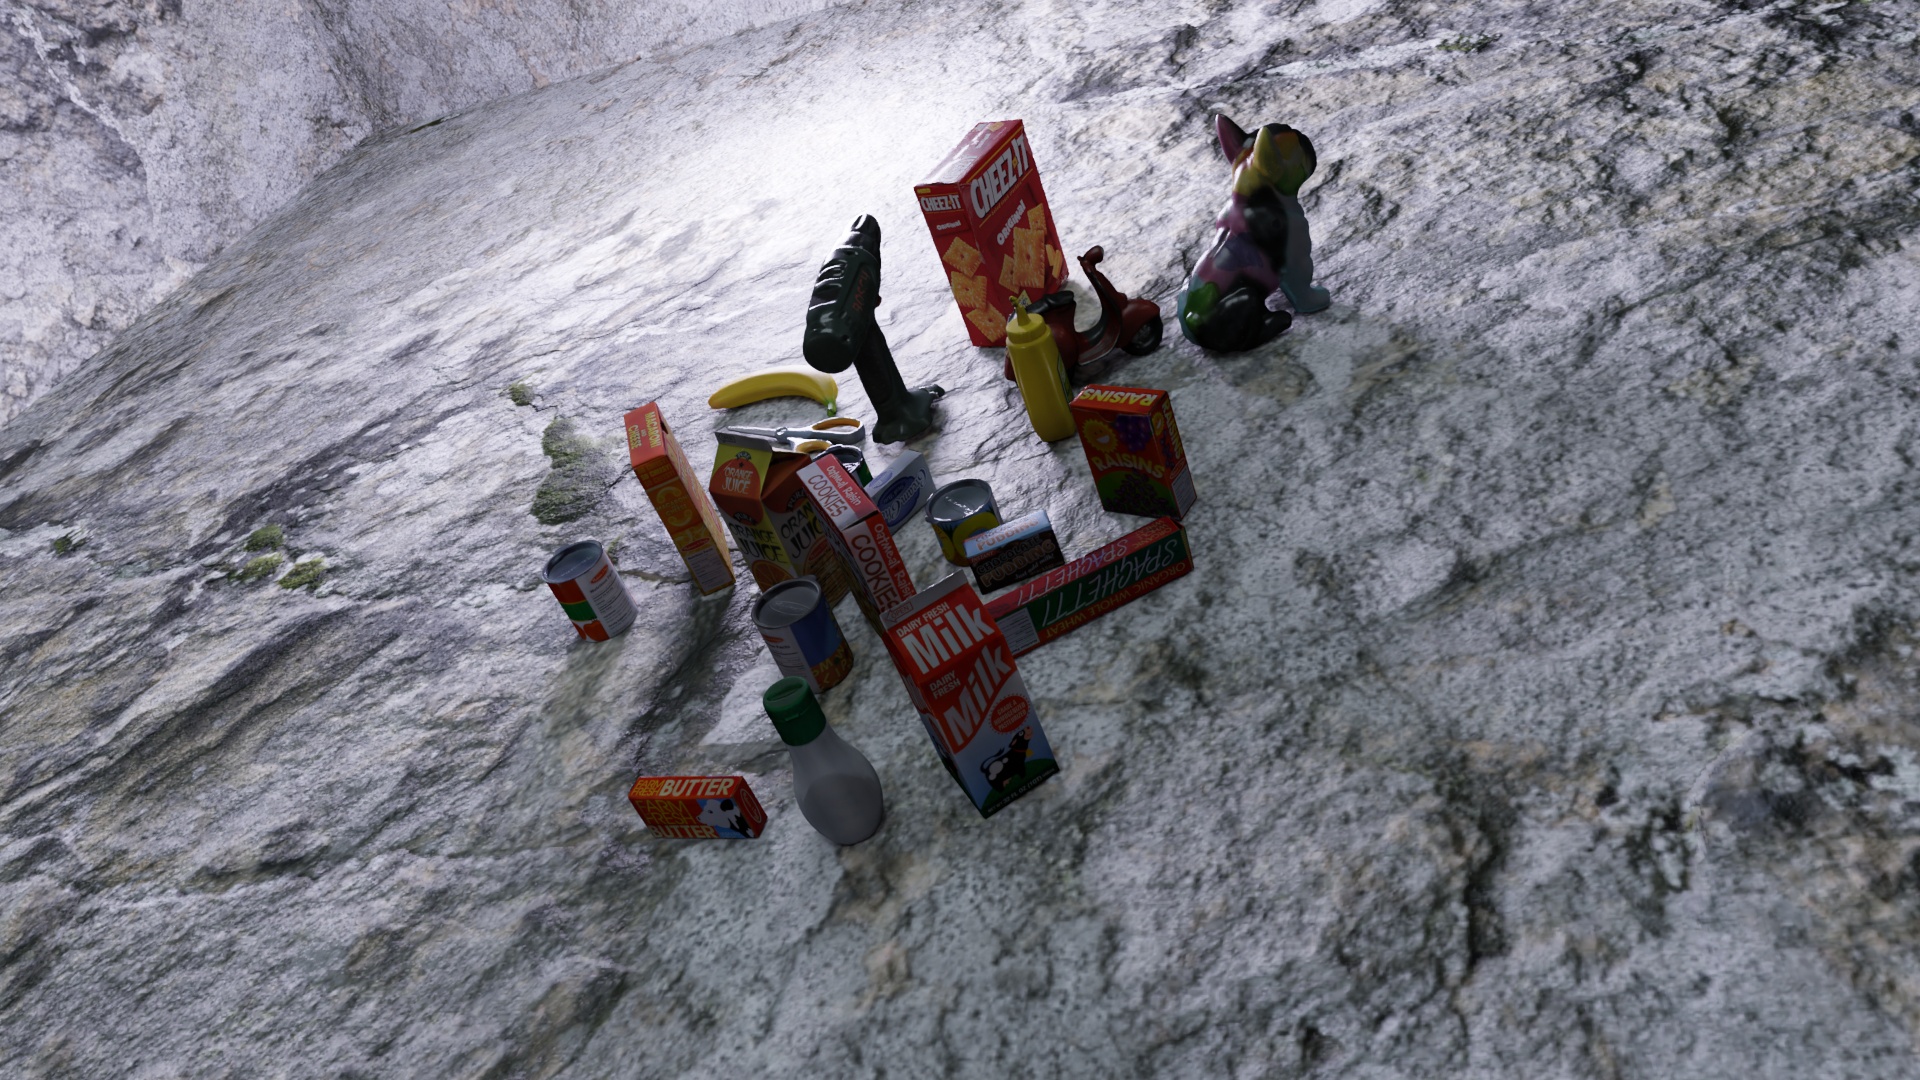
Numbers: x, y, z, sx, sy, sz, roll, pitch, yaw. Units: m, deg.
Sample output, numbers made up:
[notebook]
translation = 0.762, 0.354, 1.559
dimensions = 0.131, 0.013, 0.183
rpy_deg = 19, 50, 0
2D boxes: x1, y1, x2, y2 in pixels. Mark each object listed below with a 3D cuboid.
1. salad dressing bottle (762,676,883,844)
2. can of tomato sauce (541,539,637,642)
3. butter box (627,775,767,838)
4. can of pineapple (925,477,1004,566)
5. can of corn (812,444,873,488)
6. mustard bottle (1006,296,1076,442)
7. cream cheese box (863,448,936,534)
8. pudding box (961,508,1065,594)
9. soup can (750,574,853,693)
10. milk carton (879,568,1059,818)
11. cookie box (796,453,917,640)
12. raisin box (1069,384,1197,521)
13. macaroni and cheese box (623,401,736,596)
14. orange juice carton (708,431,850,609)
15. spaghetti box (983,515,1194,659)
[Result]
[salad dressing bottle]
translation = -0.105, 0.167, 1.050
dimensions = 0.064, 0.147, 0.044
rpy_deg = -22, 34, 0
[can of tomato sauce]
translation = -0.376, 0.051, 1.409
dimensions = 0.071, 0.082, 0.071
rpy_deg = -14, 35, 11
[butter box]
translation = -0.213, 0.216, 1.125
dimensions = 0.103, 0.053, 0.024
rpy_deg = -5, 38, 23
[can of pineapple]
translation = 0.005, -0.017, 1.319
dimensions = 0.071, 0.057, 0.071
rpy_deg = -14, 35, 10
[can of corn]
translation = -0.122, -0.057, 1.442
dimensions = 0.071, 0.058, 0.071
rpy_deg = -14, 35, 10
[mustard bottle]
translation = 0.079, -0.178, 1.408
dimensions = 0.049, 0.159, 0.066
rpy_deg = -13, 35, 13
[cream cheese box]
translation = -0.070, -0.041, 1.396
dimensions = 0.024, 0.053, 0.104
rpy_deg = 15, 49, 42
[pudding box]
translation = 0.048, 0.010, 1.267
dimensions = 0.084, 0.049, 0.030
rpy_deg = -21, 34, 1
[soup can]
translation = -0.138, 0.084, 1.237
dimensions = 0.071, 0.083, 0.072
rpy_deg = -14, 35, 11
[milk carton]
translation = 0.002, 0.108, 1.034
dimensions = 0.072, 0.189, 0.073
rpy_deg = -30, 35, -12
[cookie box]
translation = -0.079, 0.019, 1.219
dimensions = 0.040, 0.166, 0.123
rpy_deg = -29, 35, -10
[raisin box]
translation = 0.158, -0.080, 1.266
dimensions = 0.086, 0.123, 0.040
rpy_deg = 11, 46, 38
[macaroni and cheese box]
translation = -0.286, -0.044, 1.416
dimensions = 0.040, 0.165, 0.124
rpy_deg = -24, 34, -3
[orange juice carton]
translation = -0.169, -0.022, 1.301
dimensions = 0.072, 0.191, 0.073
rpy_deg = 11, 46, 39
[spaghetti box]
translation = 0.082, 0.054, 1.189
dimensions = 0.250, 0.050, 0.029
rpy_deg = -26, 34, -6
